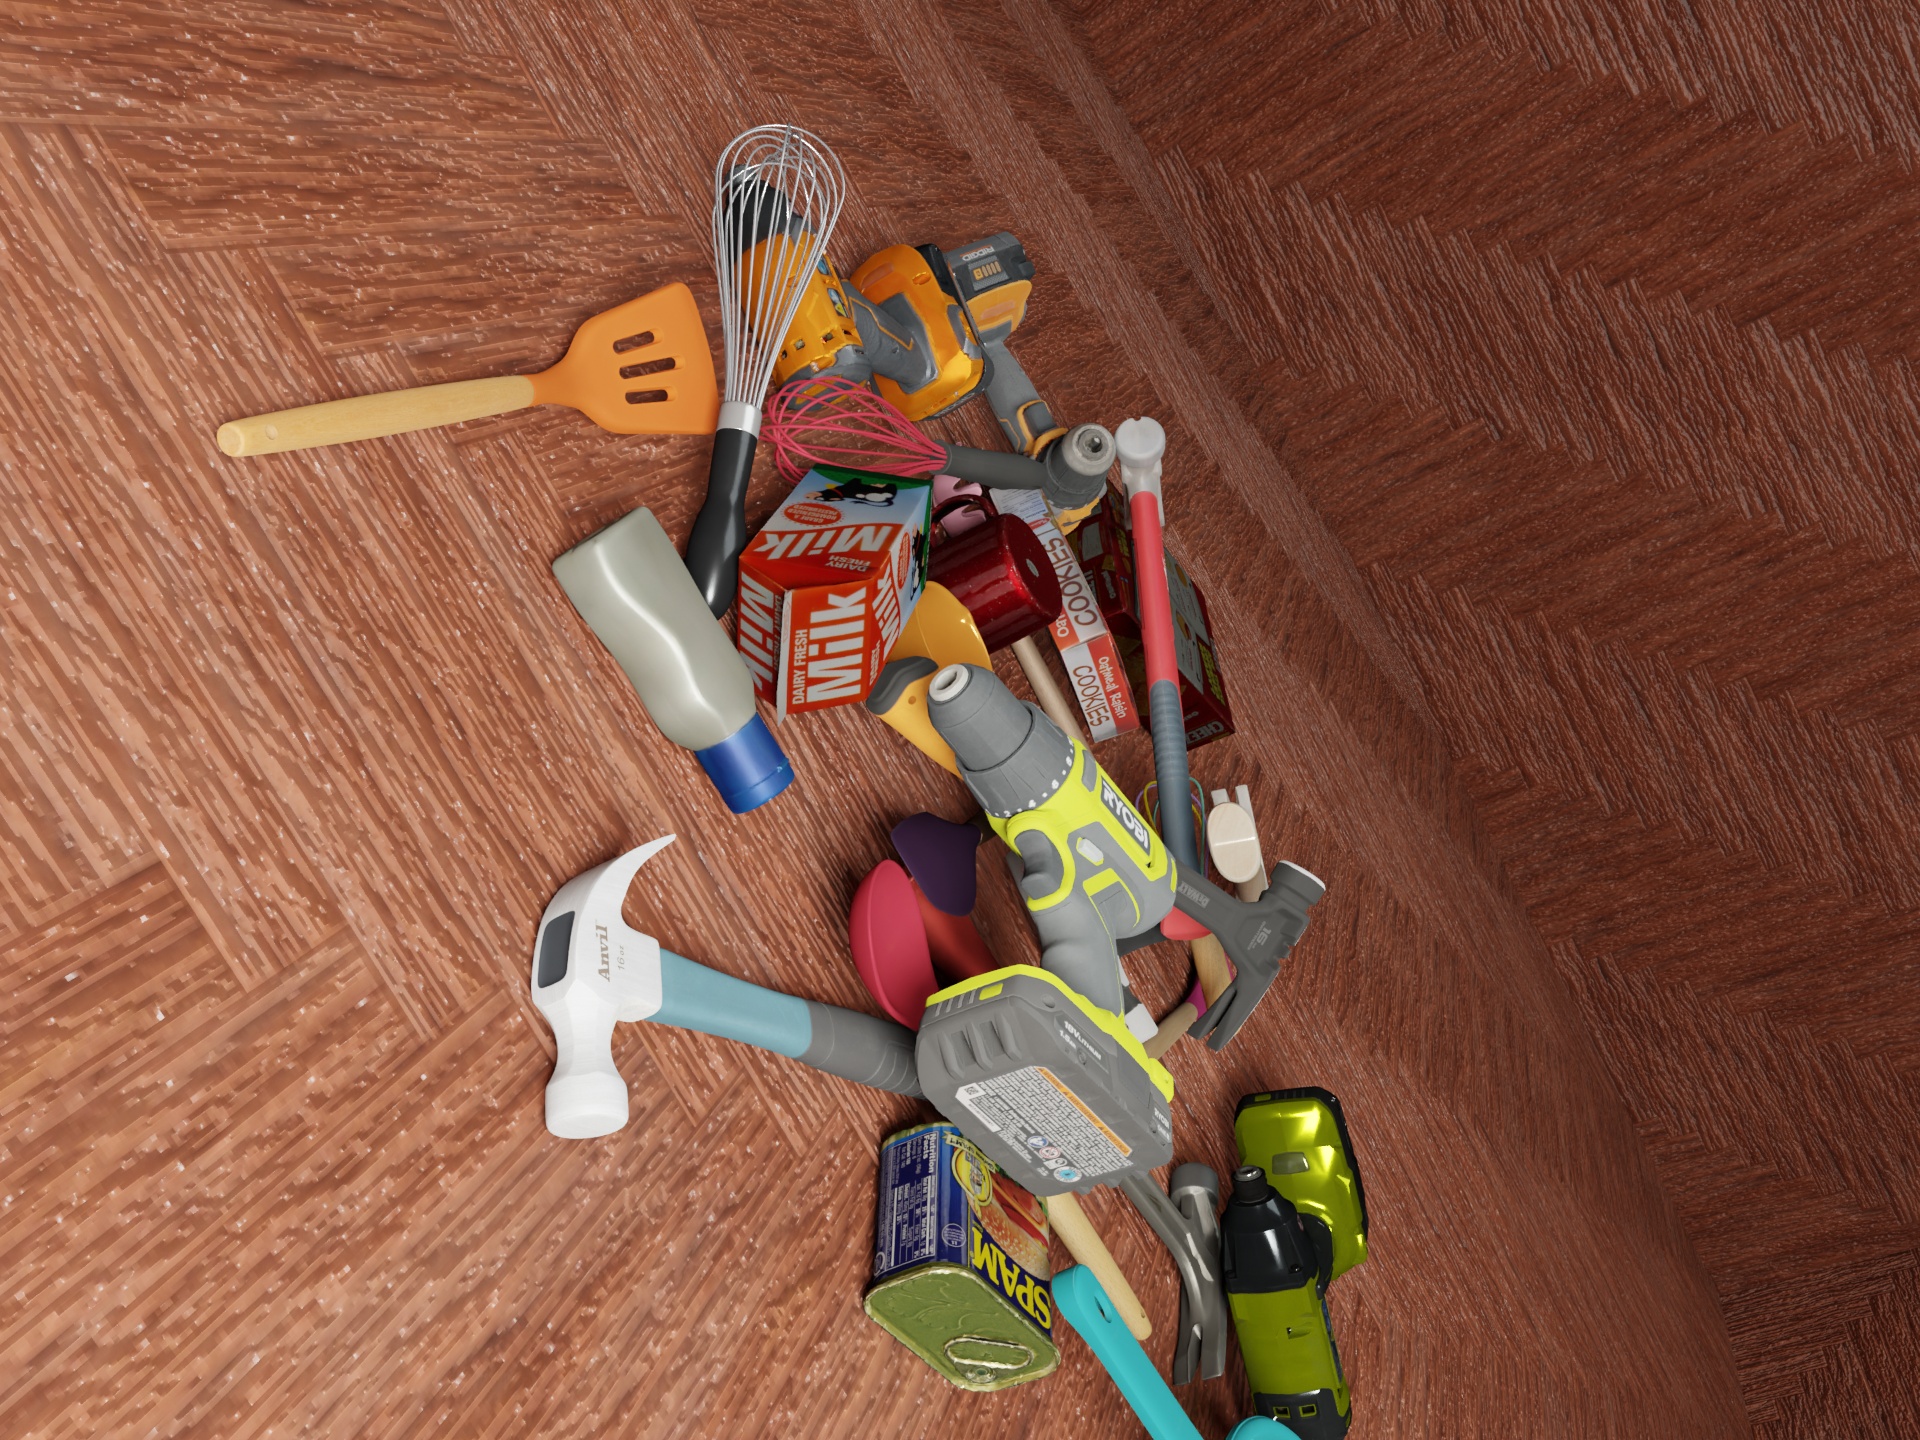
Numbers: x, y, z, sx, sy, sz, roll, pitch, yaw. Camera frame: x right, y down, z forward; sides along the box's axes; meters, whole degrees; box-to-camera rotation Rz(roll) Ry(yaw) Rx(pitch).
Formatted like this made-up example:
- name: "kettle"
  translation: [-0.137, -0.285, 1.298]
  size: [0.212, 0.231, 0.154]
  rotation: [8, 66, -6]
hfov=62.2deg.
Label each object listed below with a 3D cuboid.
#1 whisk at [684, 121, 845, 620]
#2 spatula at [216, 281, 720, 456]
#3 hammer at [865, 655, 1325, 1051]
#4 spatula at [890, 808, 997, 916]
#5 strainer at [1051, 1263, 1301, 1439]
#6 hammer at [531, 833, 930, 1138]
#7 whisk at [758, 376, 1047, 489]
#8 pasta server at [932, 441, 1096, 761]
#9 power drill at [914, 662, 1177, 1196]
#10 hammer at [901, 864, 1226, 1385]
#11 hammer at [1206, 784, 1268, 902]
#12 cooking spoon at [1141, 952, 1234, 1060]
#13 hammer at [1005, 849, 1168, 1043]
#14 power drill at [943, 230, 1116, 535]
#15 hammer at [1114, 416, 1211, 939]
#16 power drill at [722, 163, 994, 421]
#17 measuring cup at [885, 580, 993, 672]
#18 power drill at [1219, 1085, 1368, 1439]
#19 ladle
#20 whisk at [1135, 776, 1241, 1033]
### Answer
- name: "whisk"
  translation: [-0.110, -0.187, 0.840]
  size: [0.070, 0.070, 0.285]
  rotation: [26, 68, -56]
- name: "spatula"
  translation: [-0.205, -0.148, 0.717]
  size: [0.322, 0.041, 0.081]
  rotation: [-42, 123, -65]
- name: "hammer"
  translation: [0.074, 0.071, 0.931]
  size: [0.336, 0.127, 0.034]
  rotation: [35, -5, -28]
- name: "spatula"
  translation: [0.012, 0.066, 0.938]
  size: [0.060, 0.018, 0.316]
  rotation: [58, 13, 2]
- name: "strainer"
  translation: [0.106, 0.407, 0.760]
  size: [0.340, 0.095, 0.211]
  rotation: [58, 21, -11]
- name: "hammer"
  translation: [-0.068, 0.145, 0.728]
  size: [0.330, 0.033, 0.128]
  rotation: [33, 40, -52]
- name: "whisk"
  translation: [-0.027, -0.176, 1.045]
  size: [0.295, 0.073, 0.073]
  rotation: [-2, 68, -55]
- name: "pasta server"
  translation: [0.055, -0.057, 1.186]
  size: [0.316, 0.040, 0.060]
  rotation: [62, 5, -10]
- name: "power drill"
  translation: [0.040, 0.095, 0.786]
  size: [0.190, 0.080, 0.229]
  rotation: [49, 30, -32]
- name: "hammer"
  translation: [0.059, 0.220, 0.919]
  size: [0.358, 0.036, 0.149]
  rotation: [55, 25, -24]
- name: "hammer"
  translation: [0.211, 0.095, 1.208]
  size: [0.410, 0.038, 0.146]
  rotation: [42, 36, -74]
- name: "cooking spoon"
  translation: [0.158, 0.218, 1.154]
  size: [0.319, 0.017, 0.069]
  rotation: [-12, 85, -67]
- name: "hammer"
  translation: [0.129, 0.141, 1.133]
  size: [0.146, 0.035, 0.334]
  rotation: [59, 18, 13]
- name: "power drill"
  translation: [0.048, -0.260, 1.238]
  size: [0.185, 0.084, 0.226]
  rotation: [143, -76, -78]
- name: "hammer"
  translation: [0.150, -0.024, 1.175]
  size: [0.143, 0.038, 0.387]
  rotation: [71, 15, -65]
- name: "power drill"
  translation: [-0.076, -0.289, 1.089]
  size: [0.226, 0.084, 0.164]
  rotation: [-12, 77, -63]
- name: "measuring cup"
  translation: [-0.002, -0.003, 0.995]
  size: [0.173, 0.052, 0.095]
  rotation: [57, 24, -22]
- name: "power drill"
  translation: [0.214, 0.334, 1.034]
  size: [0.223, 0.080, 0.171]
  rotation: [-35, 112, -71]
- name: "ladle"
  translation: [0.023, 0.201, 0.795]
  size: [0.315, 0.031, 0.069]
  rotation: [59, 27, -21]
- name: "whisk"
  translation: [0.172, 0.127, 1.145]
  size: [0.047, 0.051, 0.245]
  rotation: [50, 21, -35]
